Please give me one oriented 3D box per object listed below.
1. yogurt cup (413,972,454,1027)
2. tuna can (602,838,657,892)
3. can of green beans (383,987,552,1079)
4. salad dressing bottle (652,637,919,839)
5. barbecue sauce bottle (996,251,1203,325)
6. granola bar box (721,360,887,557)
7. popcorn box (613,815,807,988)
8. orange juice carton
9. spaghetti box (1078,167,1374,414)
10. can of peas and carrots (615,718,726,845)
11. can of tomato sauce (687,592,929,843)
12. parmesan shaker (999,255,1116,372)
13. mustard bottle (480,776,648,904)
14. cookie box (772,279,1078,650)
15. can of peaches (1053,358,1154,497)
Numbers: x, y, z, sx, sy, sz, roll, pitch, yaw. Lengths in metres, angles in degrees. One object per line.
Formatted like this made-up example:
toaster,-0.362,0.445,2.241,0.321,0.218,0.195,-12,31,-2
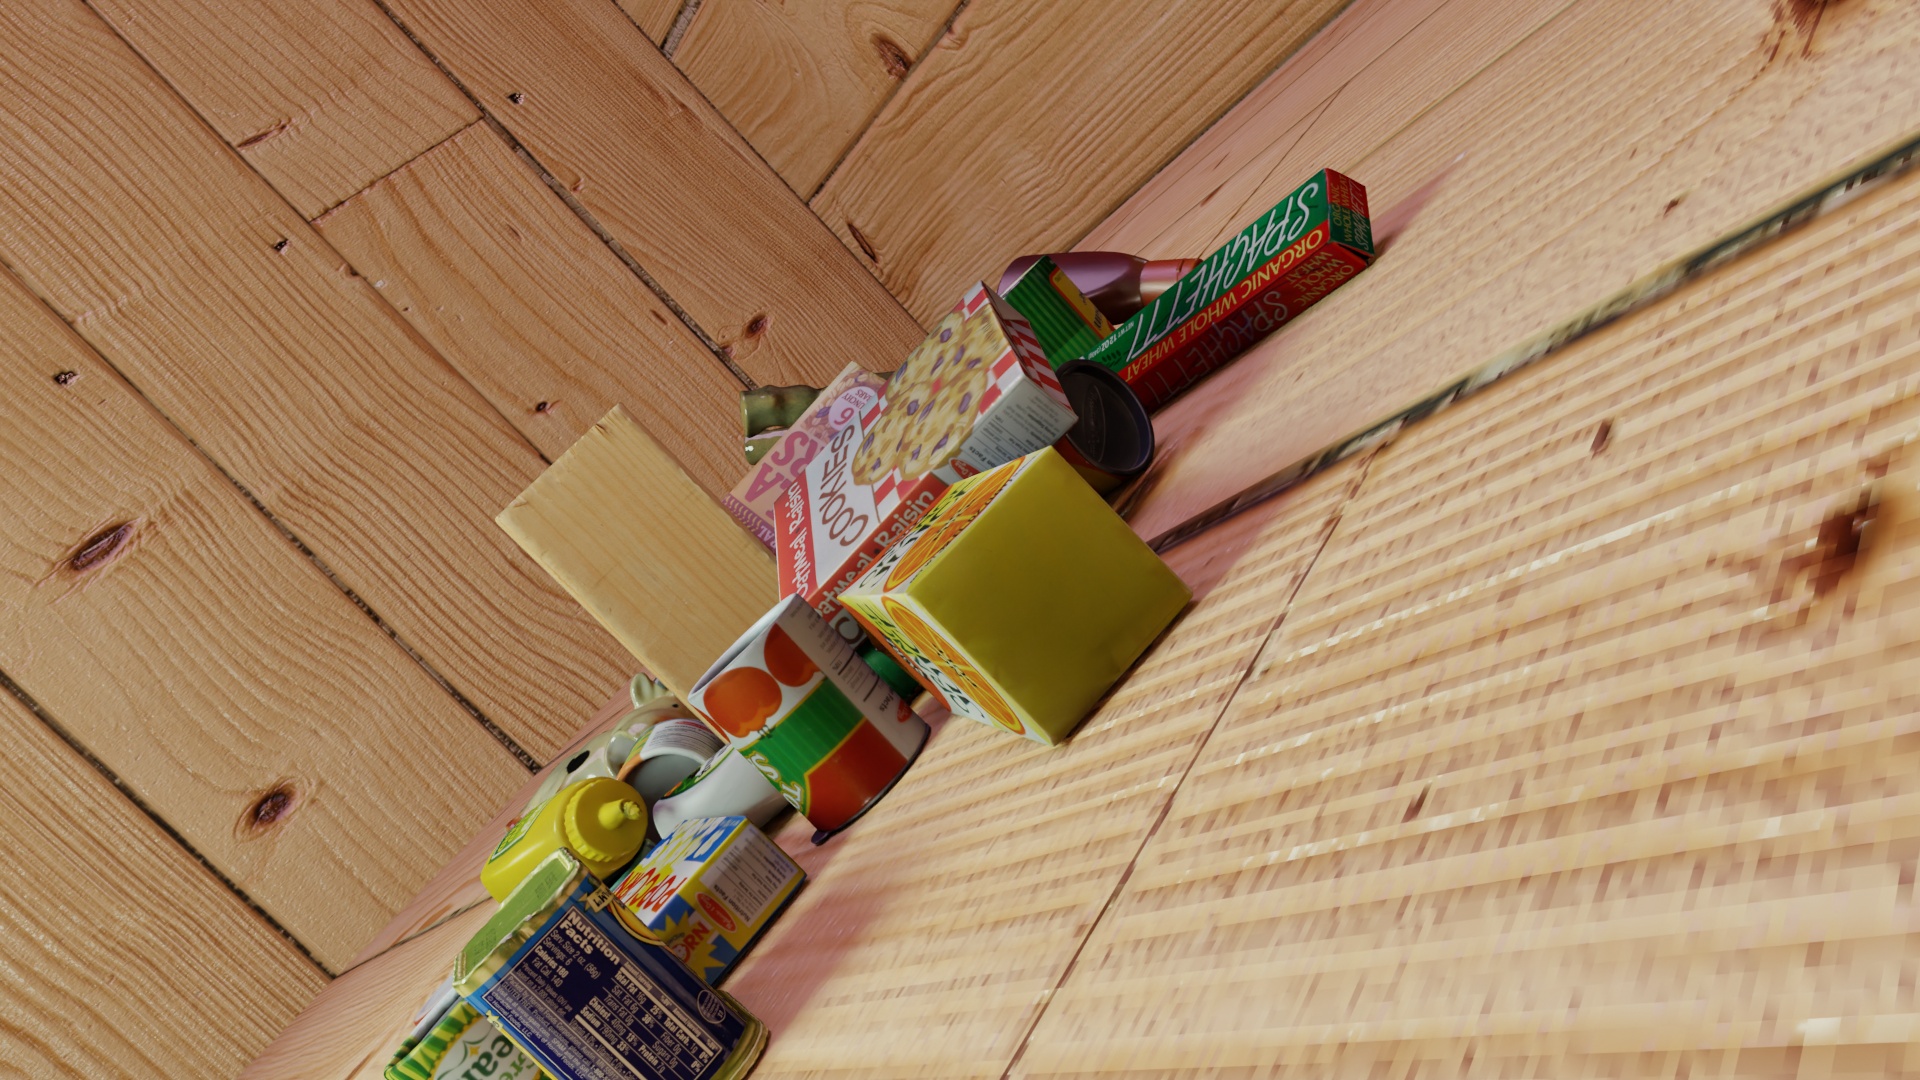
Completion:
yogurt cup,-0.233,0.236,0.693,0.072,0.054,0.072,-43,7,7
tuna can,-0.173,0.188,0.722,0.071,0.033,0.071,-43,8,8
can of green beans,-0.205,0.224,0.604,0.071,0.058,0.071,-43,8,8
salad dressing bottle,-0.084,0.101,0.685,0.147,0.044,0.064,-40,-5,7
barbecue sauce bottle,0.100,-0.177,0.980,0.148,0.043,0.065,3,52,32
granola bar box,-0.045,-0.019,0.786,0.124,0.039,0.166,-48,48,-9
popcorn box,-0.122,0.161,0.589,0.085,0.038,0.126,-48,9,-24
orange juice carton,0.008,0.022,0.541,0.072,0.073,0.192,-46,8,-11
spaghetti box,0.123,-0.114,0.764,0.249,0.029,0.050,-35,42,49
can of peas and carrots,-0.163,0.143,0.793,0.071,0.071,0.059,-43,8,2
can of tomato sauce,-0.067,0.075,0.598,0.071,0.083,0.071,-42,8,7
parmesan shaker,0.069,-0.134,0.938,0.071,0.103,0.071,-43,8,8
mustard bottle,-0.197,0.153,0.717,0.159,0.049,0.066,-35,14,47
cookie box,-0.024,-0.035,0.680,0.167,0.040,0.123,-46,27,16
can of peaches,0.053,-0.050,0.704,0.057,0.071,0.071,-37,10,45
